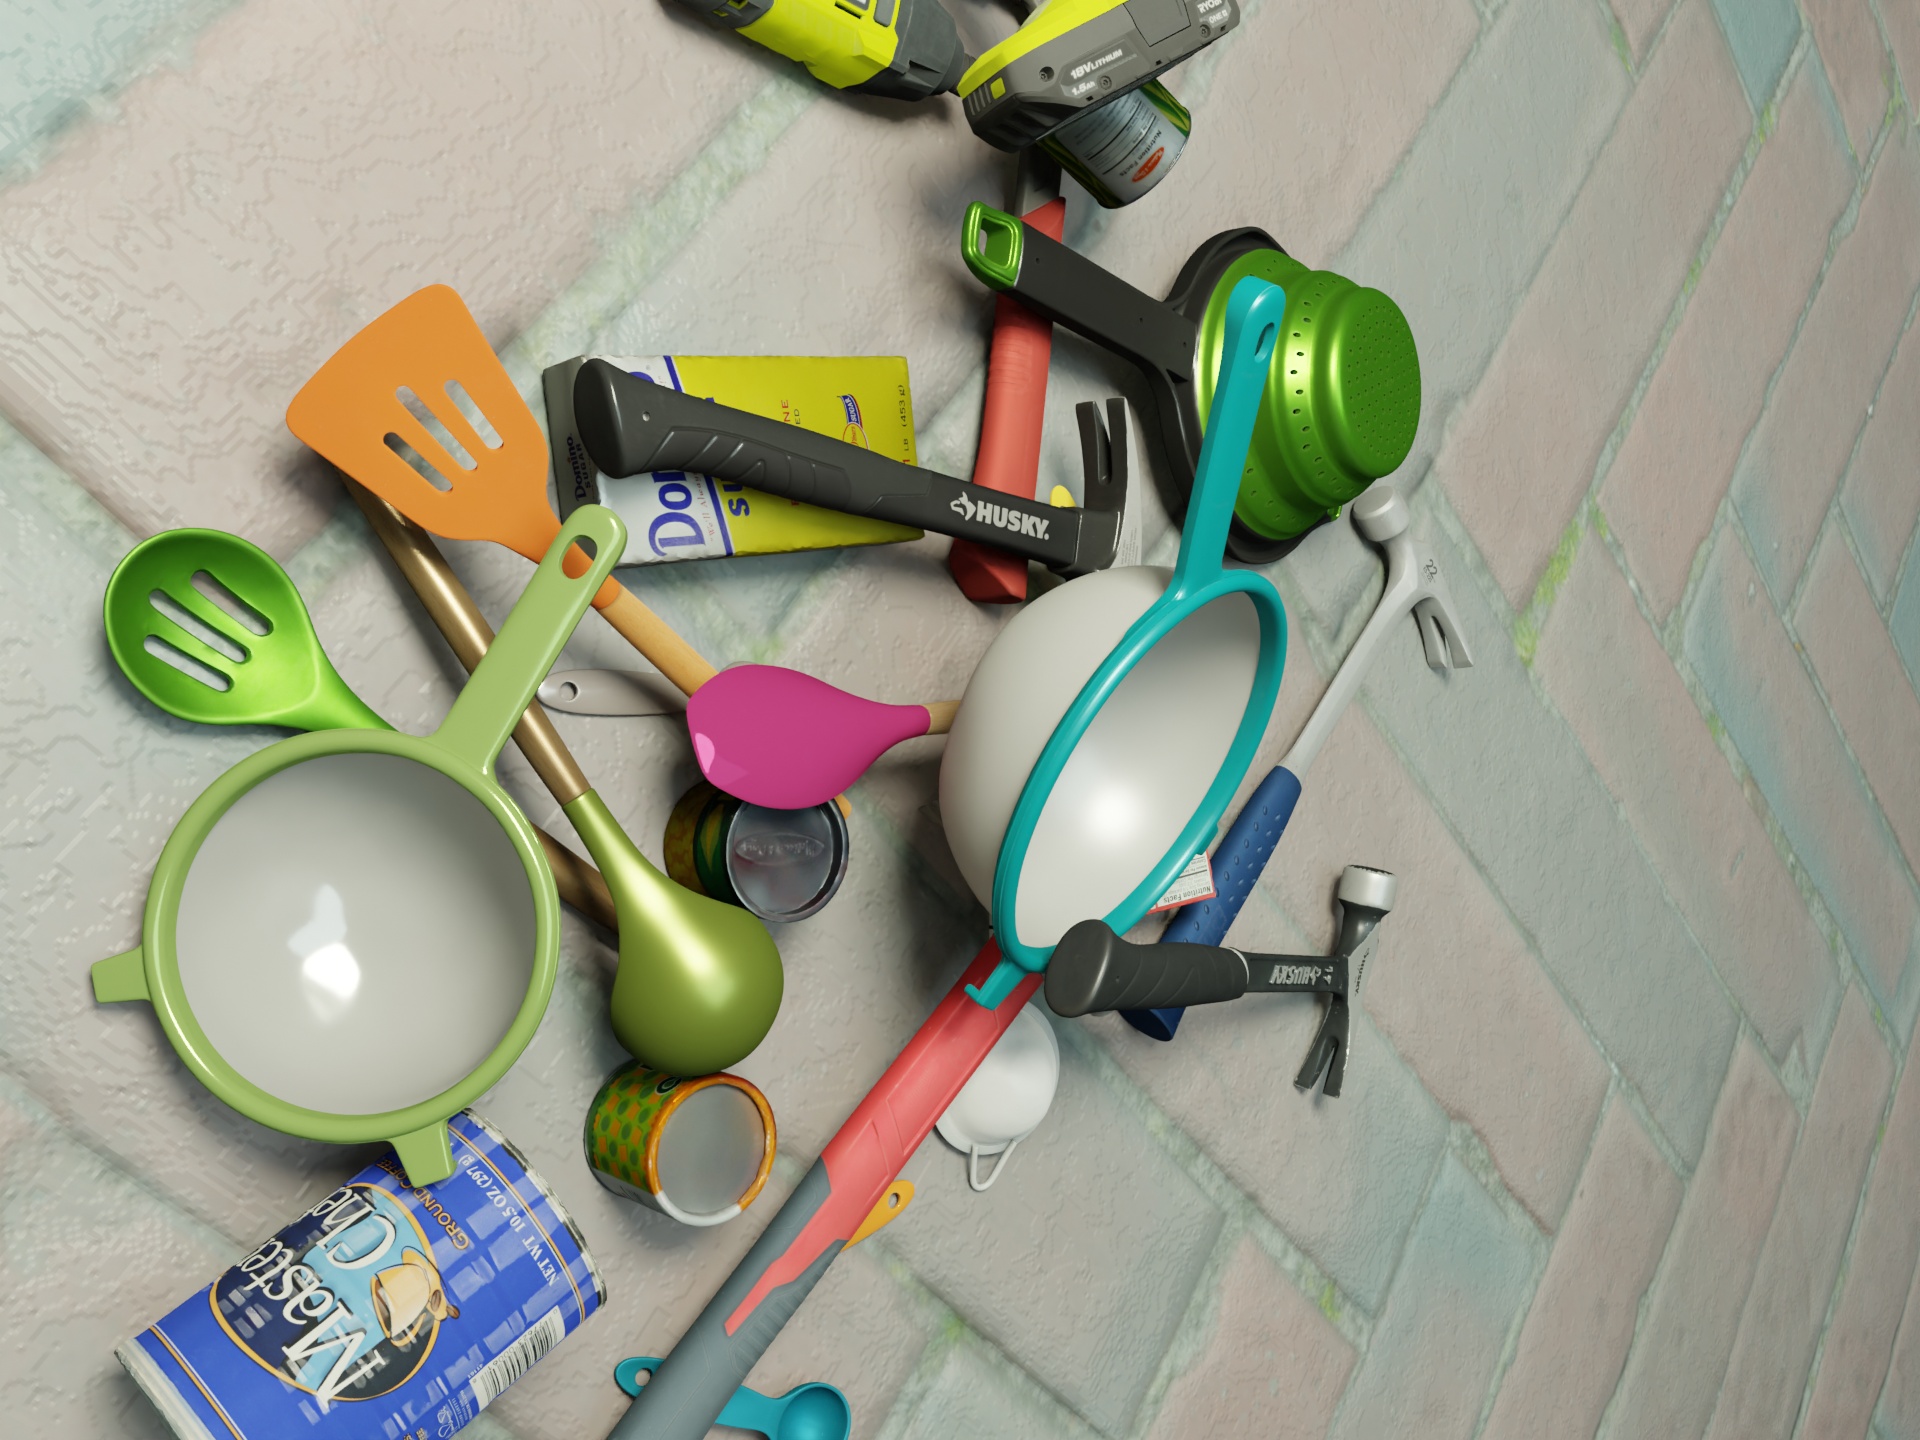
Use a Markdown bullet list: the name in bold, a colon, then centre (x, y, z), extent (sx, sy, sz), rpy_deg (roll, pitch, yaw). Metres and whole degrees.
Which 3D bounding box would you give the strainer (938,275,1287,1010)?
- **strainer**: centre (0.065, -0.044, 0.715), extent (0.211, 0.095, 0.340), rpy_deg (-29, 139, -41)

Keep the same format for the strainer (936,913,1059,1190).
- **strainer**: centre (0.025, 0.122, 0.849), extent (0.086, 0.050, 0.258), rpy_deg (4, 83, -35)

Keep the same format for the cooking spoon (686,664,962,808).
- **cooking spoon**: centre (-0.001, -0.003, 0.786), extent (0.318, 0.017, 0.069), rpy_deg (-6, 74, -46)

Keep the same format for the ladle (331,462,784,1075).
- **ladle**: centre (-0.176, 0.011, 0.661), extent (0.078, 0.062, 0.320), rpy_deg (-35, 97, -21)

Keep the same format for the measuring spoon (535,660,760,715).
- **measuring spoon**: centre (-0.134, -0.012, 0.729), extent (0.124, 0.018, 0.034), rpy_deg (1, 89, -39)

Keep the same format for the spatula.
- **spatula**: centre (-0.139, -0.044, 0.685), extent (0.081, 0.041, 0.322), rpy_deg (-41, 135, 1)

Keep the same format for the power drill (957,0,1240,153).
- **power drill**: centre (0.011, -0.385, 0.717), extent (0.190, 0.080, 0.228), rpy_deg (-34, 105, -19)

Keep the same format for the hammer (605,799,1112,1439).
- **hammer**: centre (-0.071, 0.215, 0.746), extent (0.143, 0.038, 0.386), rpy_deg (44, 66, -8)

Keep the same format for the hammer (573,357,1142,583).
- **hammer**: centre (-0.030, -0.113, 0.747), extent (0.334, 0.035, 0.146), rpy_deg (9, 86, -44)

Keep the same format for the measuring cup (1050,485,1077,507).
- **measuring cup**: centre (0.067, -0.054, 0.895), extent (0.062, 0.029, 0.156), rpy_deg (-23, 101, -38)

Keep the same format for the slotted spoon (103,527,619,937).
- **slotted spoon**: centre (-0.211, 0.033, 0.659), extent (0.313, 0.031, 0.070), rpy_deg (44, 63, -33)

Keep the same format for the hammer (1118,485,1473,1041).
- **hammer**: centre (0.217, 0.034, 1.013), extent (0.144, 0.035, 0.406), rpy_deg (52, 59, -27)

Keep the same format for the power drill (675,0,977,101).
- **power drill**: centre (-0.048, -0.426, 0.774), extent (0.171, 0.080, 0.223), rpy_deg (11, 86, -39)

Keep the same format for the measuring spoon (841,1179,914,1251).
- **measuring spoon**: centre (-0.065, 0.258, 0.786), extent (0.117, 0.011, 0.021), rpy_deg (-21, 103, -38)

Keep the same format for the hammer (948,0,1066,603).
- **hammer**: centre (0.044, -0.240, 0.872), extent (0.149, 0.037, 0.359), rpy_deg (11, 81, -39)

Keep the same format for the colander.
- **colander**: centre (0.159, -0.209, 0.895), extent (0.396, 0.094, 0.204), rpy_deg (12, 82, -48)

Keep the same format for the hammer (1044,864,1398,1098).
- **hammer**: centre (0.155, 0.144, 0.881), extent (0.408, 0.036, 0.149), rpy_deg (14, 88, -57)

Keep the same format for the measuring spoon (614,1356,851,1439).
- **measuring spoon**: centre (-0.109, 0.321, 0.750), extent (0.128, 0.021, 0.042), rpy_deg (30, 70, -26)

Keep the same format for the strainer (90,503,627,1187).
- **strainer**: centre (-0.196, 0.034, 0.611), extent (0.151, 0.069, 0.256), rpy_deg (30, 85, 0)
